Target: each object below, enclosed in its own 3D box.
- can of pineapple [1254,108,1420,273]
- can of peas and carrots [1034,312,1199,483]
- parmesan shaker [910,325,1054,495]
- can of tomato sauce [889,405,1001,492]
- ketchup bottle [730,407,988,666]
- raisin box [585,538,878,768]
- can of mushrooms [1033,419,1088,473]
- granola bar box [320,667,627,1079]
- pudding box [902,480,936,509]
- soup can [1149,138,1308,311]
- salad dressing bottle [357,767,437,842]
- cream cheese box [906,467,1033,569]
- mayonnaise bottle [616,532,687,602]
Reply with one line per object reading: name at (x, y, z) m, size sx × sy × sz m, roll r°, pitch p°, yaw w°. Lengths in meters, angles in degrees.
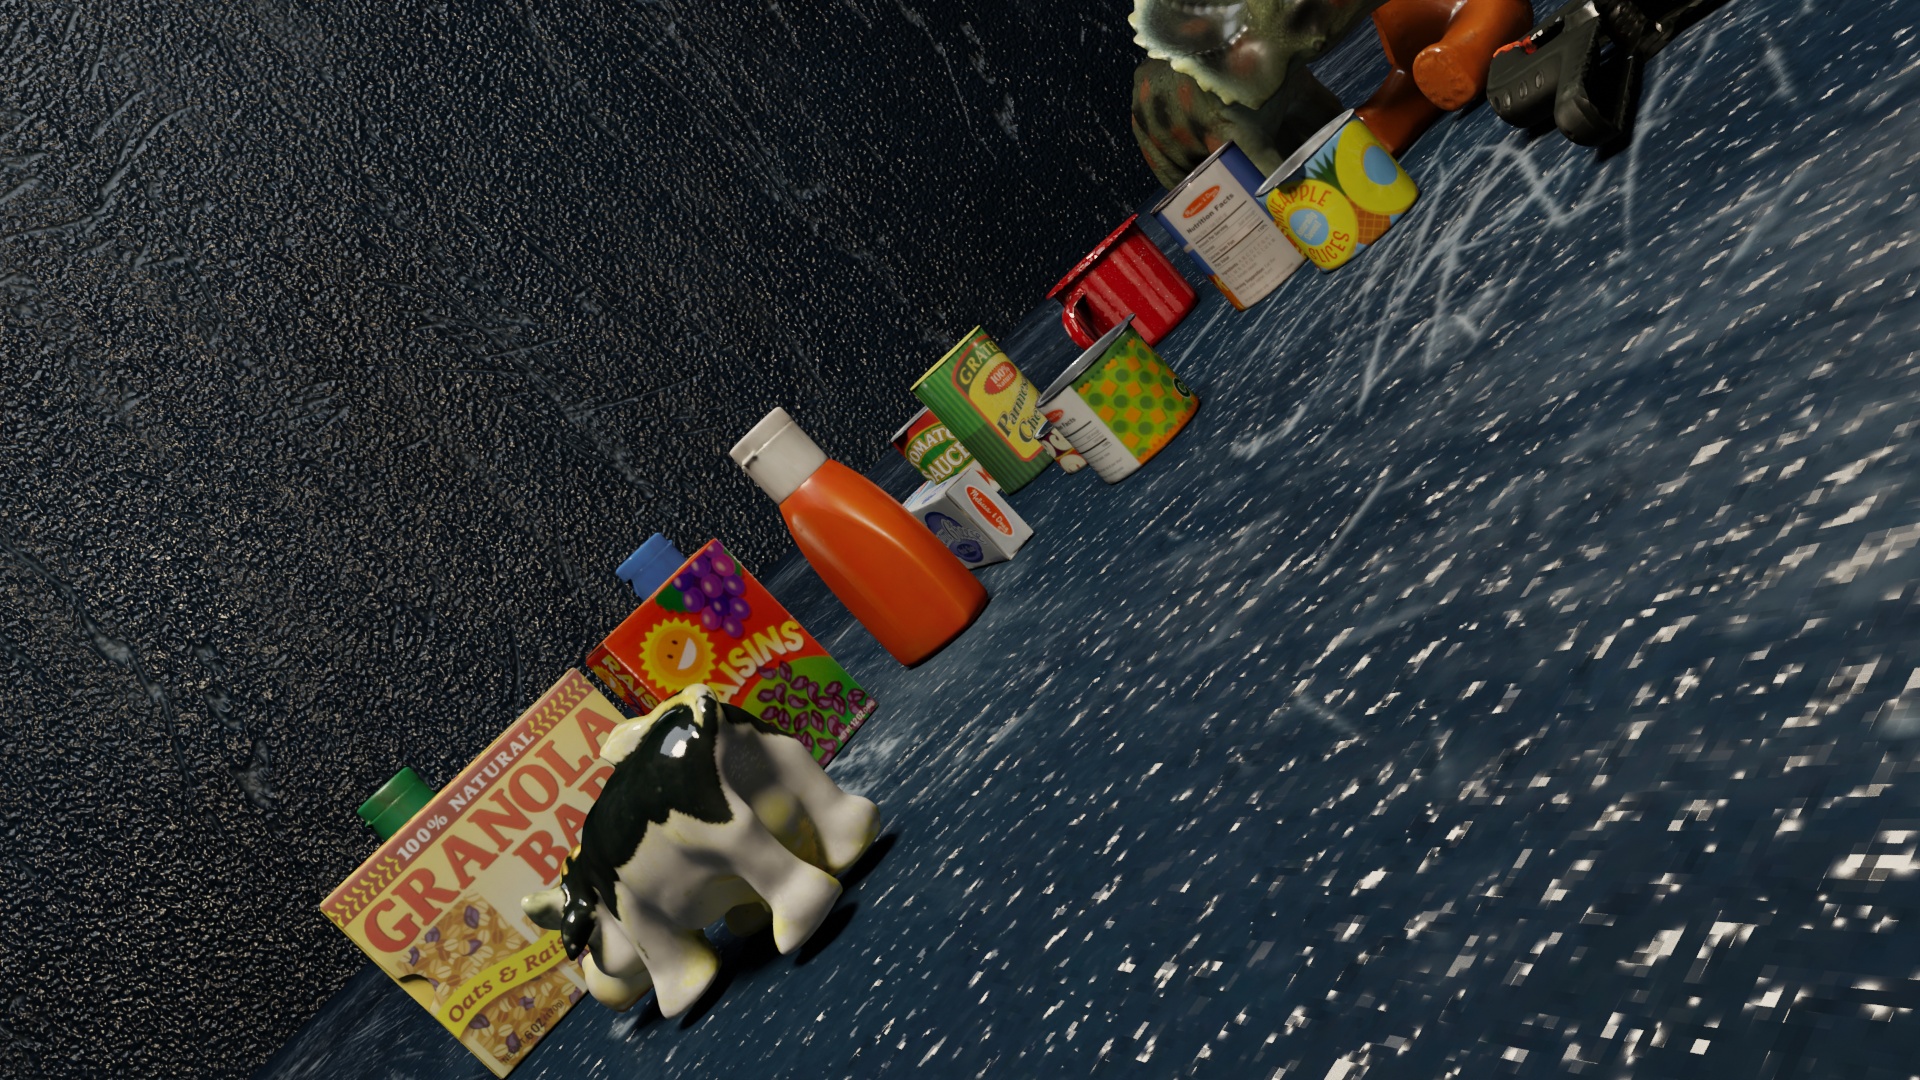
can of pineapple at (0.199, -0.184, 0.738) m, size 0.071 × 0.058 × 0.071 m, roll -43°, pitch 7°, yaw 7°
can of peas and carrots at (0.084, -0.074, 0.726) m, size 0.071 × 0.058 × 0.071 m, roll -43°, pitch 7°, yaw 7°
parmesan shaker at (0.025, -0.093, 0.977) m, size 0.071 × 0.103 × 0.071 m, roll -43°, pitch 7°, yaw 7°
can of tomato sauce at (-0.003, -0.068, 1.072) m, size 0.071 × 0.083 × 0.071 m, roll -43°, pitch 7°, yaw 7°
ketchup bottle at (-0.056, -0.004, 0.724) m, size 0.064 × 0.148 × 0.044 m, roll -38°, pitch 9°, yaw 38°
raisin box at (-0.115, 0.072, 0.709) m, size 0.086 × 0.123 × 0.040 m, roll -48°, pitch 8°, yaw -33°
can of mushrooms at (0.080, -0.074, 0.851) m, size 0.071 × 0.033 × 0.071 m, roll -43°, pitch 7°, yaw 7°
granola bar box at (-0.216, 0.167, 0.712) m, size 0.166 × 0.124 × 0.039 m, roll -46°, pitch 7°, yaw -20°
pudding box at (-0.025, -0.003, 0.944) m, size 0.030 × 0.049 × 0.084 m, roll -40°, pitch 8°, yaw 28°
soup can at (0.169, -0.194, 0.855) m, size 0.071 × 0.083 × 0.071 m, roll -43°, pitch 7°, yaw 7°
salad dressing bottle at (-0.275, 0.192, 0.788) m, size 0.044 × 0.147 × 0.064 m, roll -48°, pitch 8°, yaw -34°
cream cheese box at (0.003, -0.010, 0.822) m, size 0.024 × 0.053 × 0.103 m, roll -45°, pitch 7°, yaw -15°
mayonnaise bottle at (-0.148, 0.060, 0.856) m, size 0.041 × 0.148 × 0.064 m, roll -46°, pitch 7°, yaw -21°
